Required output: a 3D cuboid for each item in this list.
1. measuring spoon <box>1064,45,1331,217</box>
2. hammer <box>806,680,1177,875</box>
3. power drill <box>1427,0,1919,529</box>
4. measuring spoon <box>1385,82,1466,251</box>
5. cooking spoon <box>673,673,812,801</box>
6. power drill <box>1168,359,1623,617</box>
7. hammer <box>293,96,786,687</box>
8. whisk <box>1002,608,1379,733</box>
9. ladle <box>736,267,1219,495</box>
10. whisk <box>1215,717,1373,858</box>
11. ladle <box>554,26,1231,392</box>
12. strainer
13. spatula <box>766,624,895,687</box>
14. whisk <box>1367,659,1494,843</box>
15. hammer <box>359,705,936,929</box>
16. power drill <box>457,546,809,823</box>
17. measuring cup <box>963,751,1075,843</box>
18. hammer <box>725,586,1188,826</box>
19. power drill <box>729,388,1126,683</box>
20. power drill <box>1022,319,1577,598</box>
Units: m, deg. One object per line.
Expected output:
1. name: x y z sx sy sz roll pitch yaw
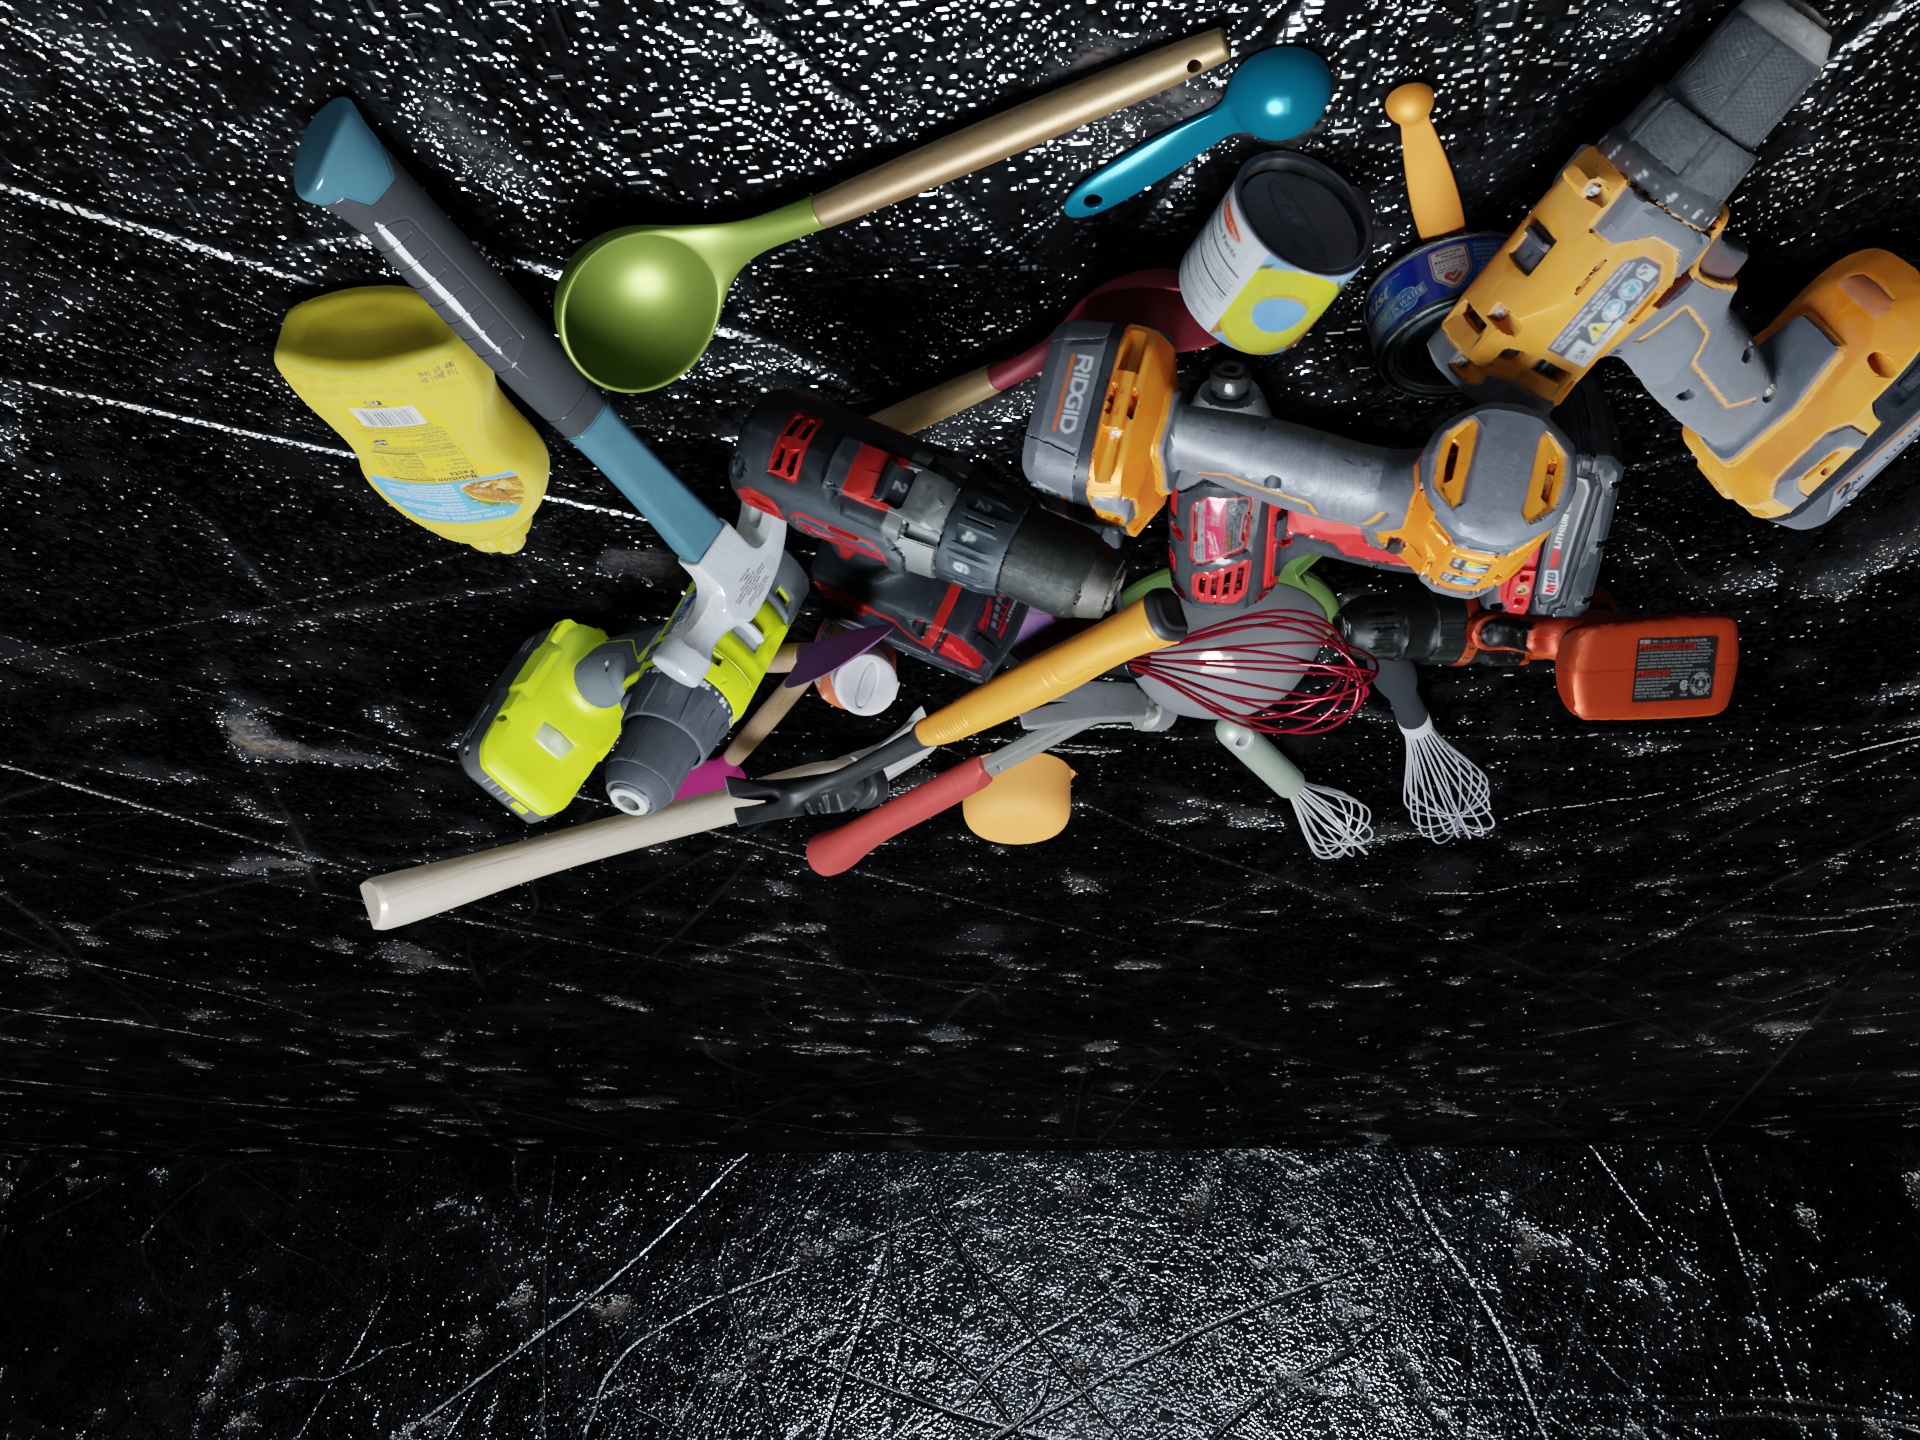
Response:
1. measuring spoon: 0.097 -0.238 0.671 0.128 0.021 0.042 -20 147 35
2. hammer: -0.012 0.049 1.183 0.149 0.037 0.359 -1 160 -42
3. power drill: 0.340 -0.189 0.684 0.226 0.084 0.185 15 128 -28
4. measuring spoon: 0.205 -0.233 0.692 0.021 0.011 0.116 -10 153 22
5. cooking spoon: -0.167 0.019 1.219 0.068 0.017 0.319 11 153 -23
6. power drill: 0.220 -0.123 0.834 0.219 0.079 0.143 2 134 9
7. hammer: -0.191 -0.155 0.771 0.033 0.128 0.330 19 160 40
8. whisk: 0.123 -0.035 0.962 0.073 0.073 0.296 26 168 -42
9. ladle: -0.002 -0.166 0.821 0.315 0.031 0.069 -16 155 35
10. whisk: 0.263 0.052 1.253 0.058 0.059 0.246 -46 136 7
11. ladle: -0.038 -0.219 0.680 0.320 0.062 0.078 -15 146 23
12. strainer: 0.189 -0.060 0.985 0.151 0.069 0.256 10 154 -18
13. spatula: -0.099 -0.037 0.950 0.060 0.018 0.316 -36 -169 -13
14. whisk: 0.338 0.015 1.163 0.070 0.070 0.284 -11 147 23
15. hammer: -0.202 0.067 1.095 0.410 0.038 0.146 -15 168 -40
16. power drill: -0.207 -0.009 0.972 0.228 0.191 0.080 -16 129 42
17. measuring cup: 0.045 0.084 1.307 0.095 0.052 0.173 0 152 1
18. hammer: -0.002 -0.003 0.970 0.127 0.034 0.337 -5 164 -46
19. power drill: -0.007 -0.083 0.808 0.188 0.080 0.226 23 174 8
20. power drill: 0.153 -0.109 0.735 0.226 0.084 0.164 14 175 12
